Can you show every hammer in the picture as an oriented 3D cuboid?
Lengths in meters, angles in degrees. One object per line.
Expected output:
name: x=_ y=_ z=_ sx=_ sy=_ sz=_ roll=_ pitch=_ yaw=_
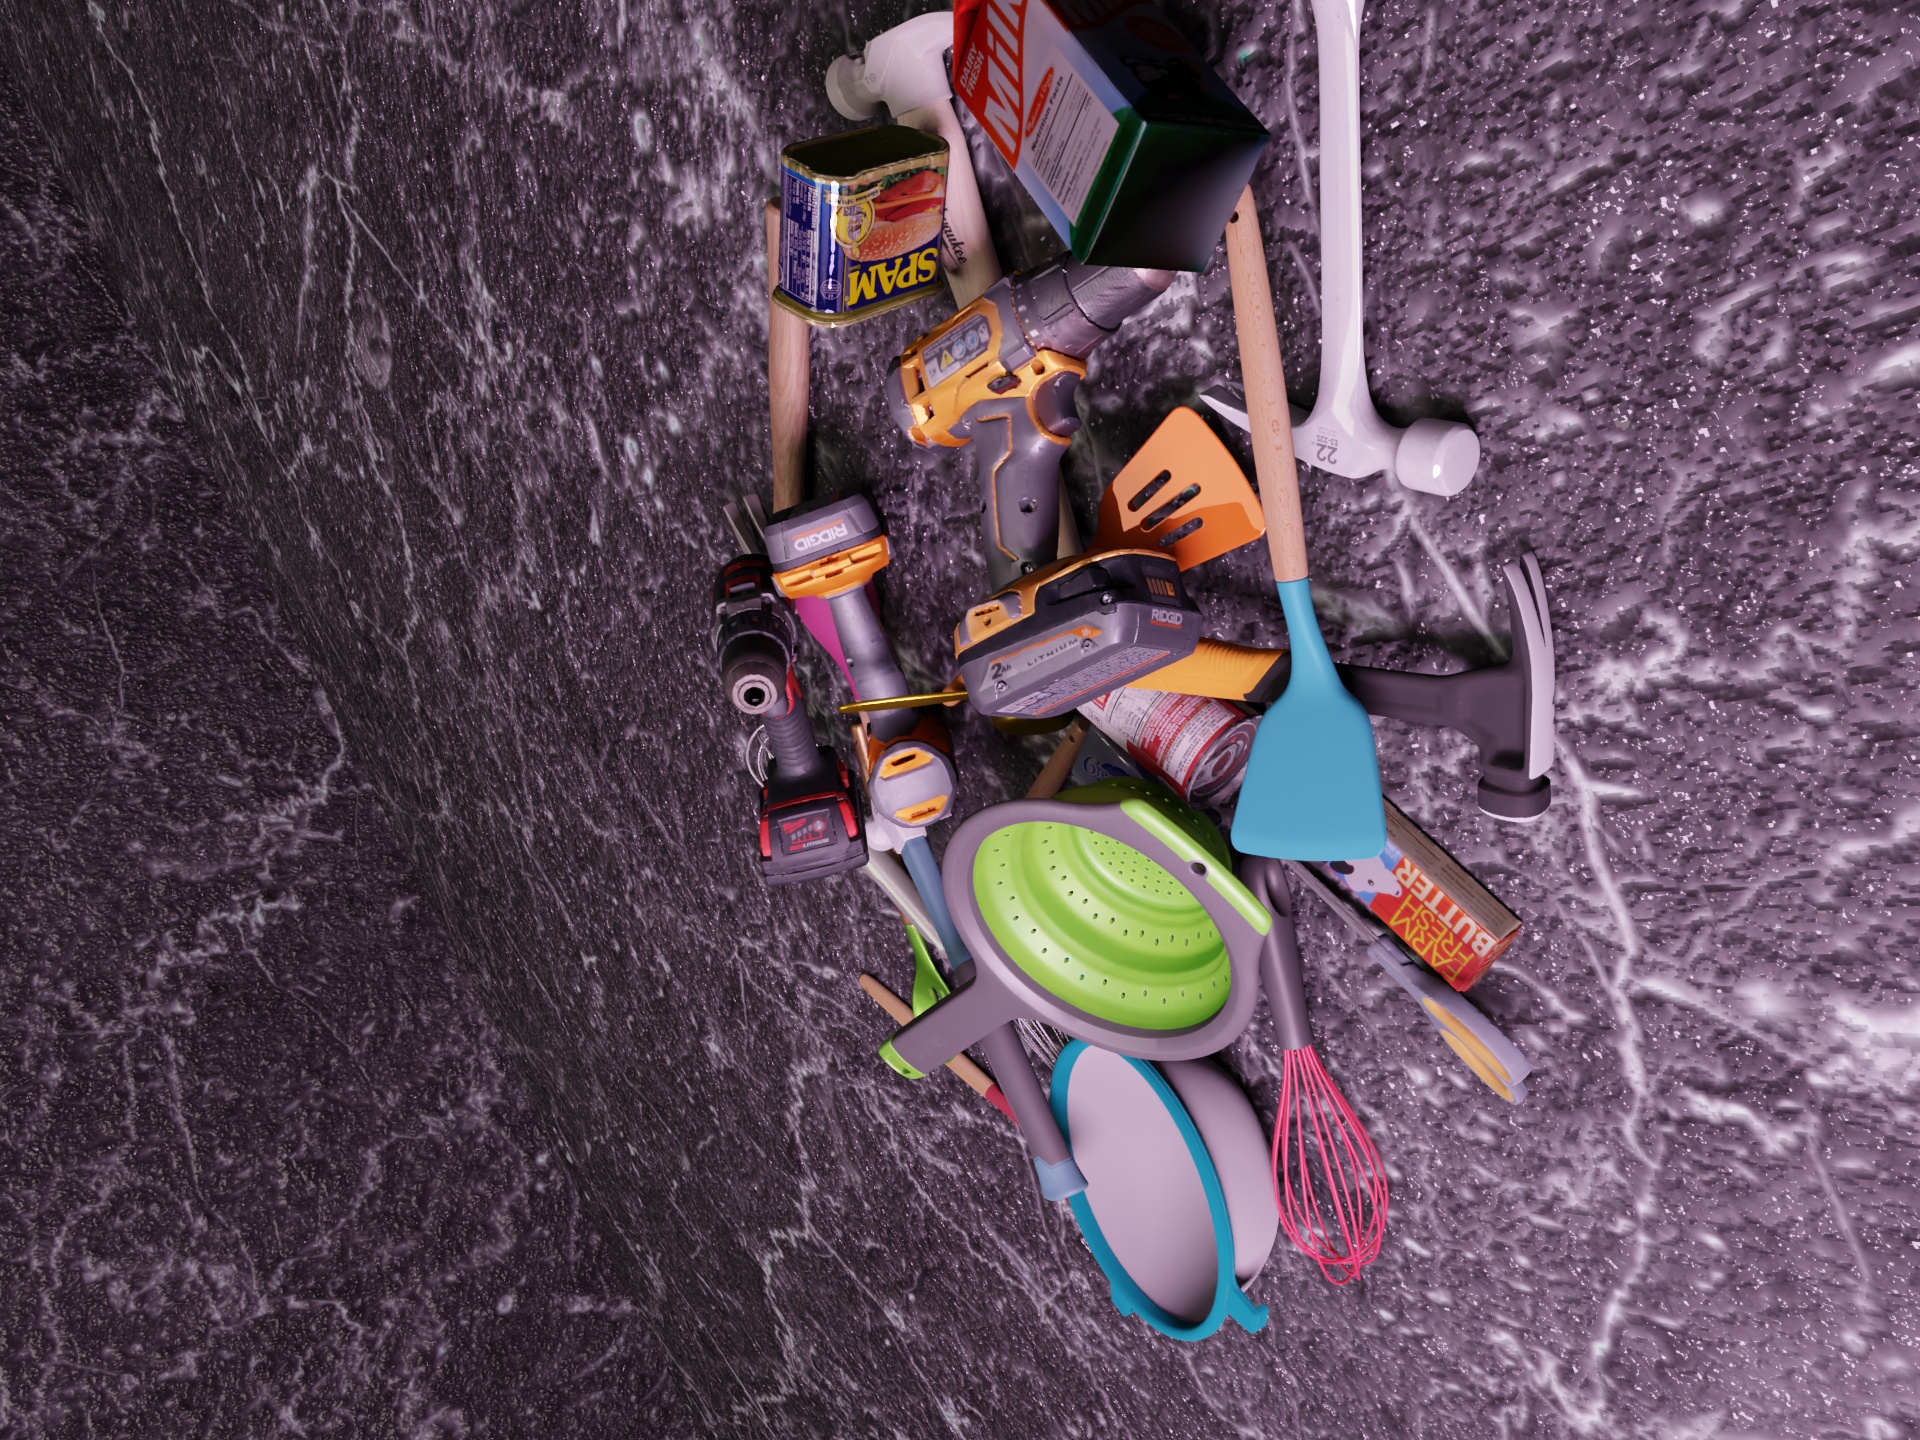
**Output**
hammer: x=0.157 y=-0.300 z=0.684 sx=0.144 sy=0.035 sz=0.405 roll=24 pitch=133 yaw=45
hammer: x=0.142 y=-0.033 z=0.839 sx=0.337 sy=0.034 sz=0.127 roll=9 pitch=115 yaw=39
hammer: x=0.034 y=-0.201 z=0.940 sx=0.146 sy=0.038 sz=0.410 roll=5 pitch=118 yaw=52
hammer: x=0.010 y=0.192 z=1.163 sx=0.331 sy=0.033 sz=0.128 roll=65 pitch=158 yaw=20
hammer: x=-0.126 y=-0.220 z=1.161 sx=0.130 sy=0.031 sz=0.331 roll=39 pitch=141 yaw=32

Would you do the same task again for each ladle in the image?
ladle: x=0.009 y=0.309 z=1.382 sx=0.316 sy=0.031 sz=0.069 roll=34 pitch=137 yaw=40

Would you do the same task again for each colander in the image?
colander: x=0.060 y=0.139 z=1.025 sx=0.204 sy=0.094 sz=0.397 roll=42 pitch=139 yaw=-3

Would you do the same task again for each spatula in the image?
spatula: x=0.063 y=-0.072 z=0.951 sx=0.081 sy=0.041 sz=0.322 roll=56 pitch=149 yaw=4
spatula: x=0.150 y=-0.090 z=0.752 sx=0.082 sy=0.044 sz=0.317 roll=-1 pitch=107 yaw=40
spatula: x=0.043 y=0.085 z=1.166 sx=0.060 sy=0.018 sz=0.315 roll=49 pitch=148 yaw=16

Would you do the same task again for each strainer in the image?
strainer: x=0.134 y=0.244 z=1.102 sx=0.211 sy=0.095 sz=0.340 roll=-37 pitch=67 yaw=63

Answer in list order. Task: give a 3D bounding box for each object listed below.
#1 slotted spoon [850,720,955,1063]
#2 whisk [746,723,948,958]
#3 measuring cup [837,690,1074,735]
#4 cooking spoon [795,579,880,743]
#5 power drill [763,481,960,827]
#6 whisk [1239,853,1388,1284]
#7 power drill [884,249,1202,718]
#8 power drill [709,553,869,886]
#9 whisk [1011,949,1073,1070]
slotted spoon: x=-0.045 y=0.146 z=1.334 sx=0.070 sy=0.031 sz=0.313 roll=11 pitch=121 yaw=52
whisk: x=-0.085 y=0.098 z=1.293 sx=0.246 sy=0.059 sz=0.058 roll=48 pitch=176 yaw=6
measuring cup: x=-0.002 y=-0.003 z=1.040 sx=0.062 sy=0.156 sz=0.029 roll=104 pitch=161 yaw=-76
cooking spoon: x=-0.067 y=0.003 z=1.240 sx=0.069 sy=0.017 sz=0.318 roll=-7 pitch=118 yaw=20
power drill: x=-0.063 y=-0.049 z=1.129 sx=0.164 sy=0.084 sz=0.226 roll=-102 pitch=-8 yaw=-77
whisk: x=0.212 y=0.216 z=0.987 sx=0.073 sy=0.073 sz=0.295 roll=3 pitch=111 yaw=54
power drill: x=0.057 y=-0.134 z=0.832 sx=0.185 sy=0.084 sz=0.226 roll=-26 pitch=70 yaw=39
power drill: x=-0.129 y=0.009 z=1.150 sx=0.188 sy=0.080 sz=0.226 roll=-104 pitch=2 yaw=-61
whisk: x=0.105 y=0.287 z=1.204 sx=0.070 sy=0.070 sz=0.284 roll=-10 pitch=110 yaw=57
